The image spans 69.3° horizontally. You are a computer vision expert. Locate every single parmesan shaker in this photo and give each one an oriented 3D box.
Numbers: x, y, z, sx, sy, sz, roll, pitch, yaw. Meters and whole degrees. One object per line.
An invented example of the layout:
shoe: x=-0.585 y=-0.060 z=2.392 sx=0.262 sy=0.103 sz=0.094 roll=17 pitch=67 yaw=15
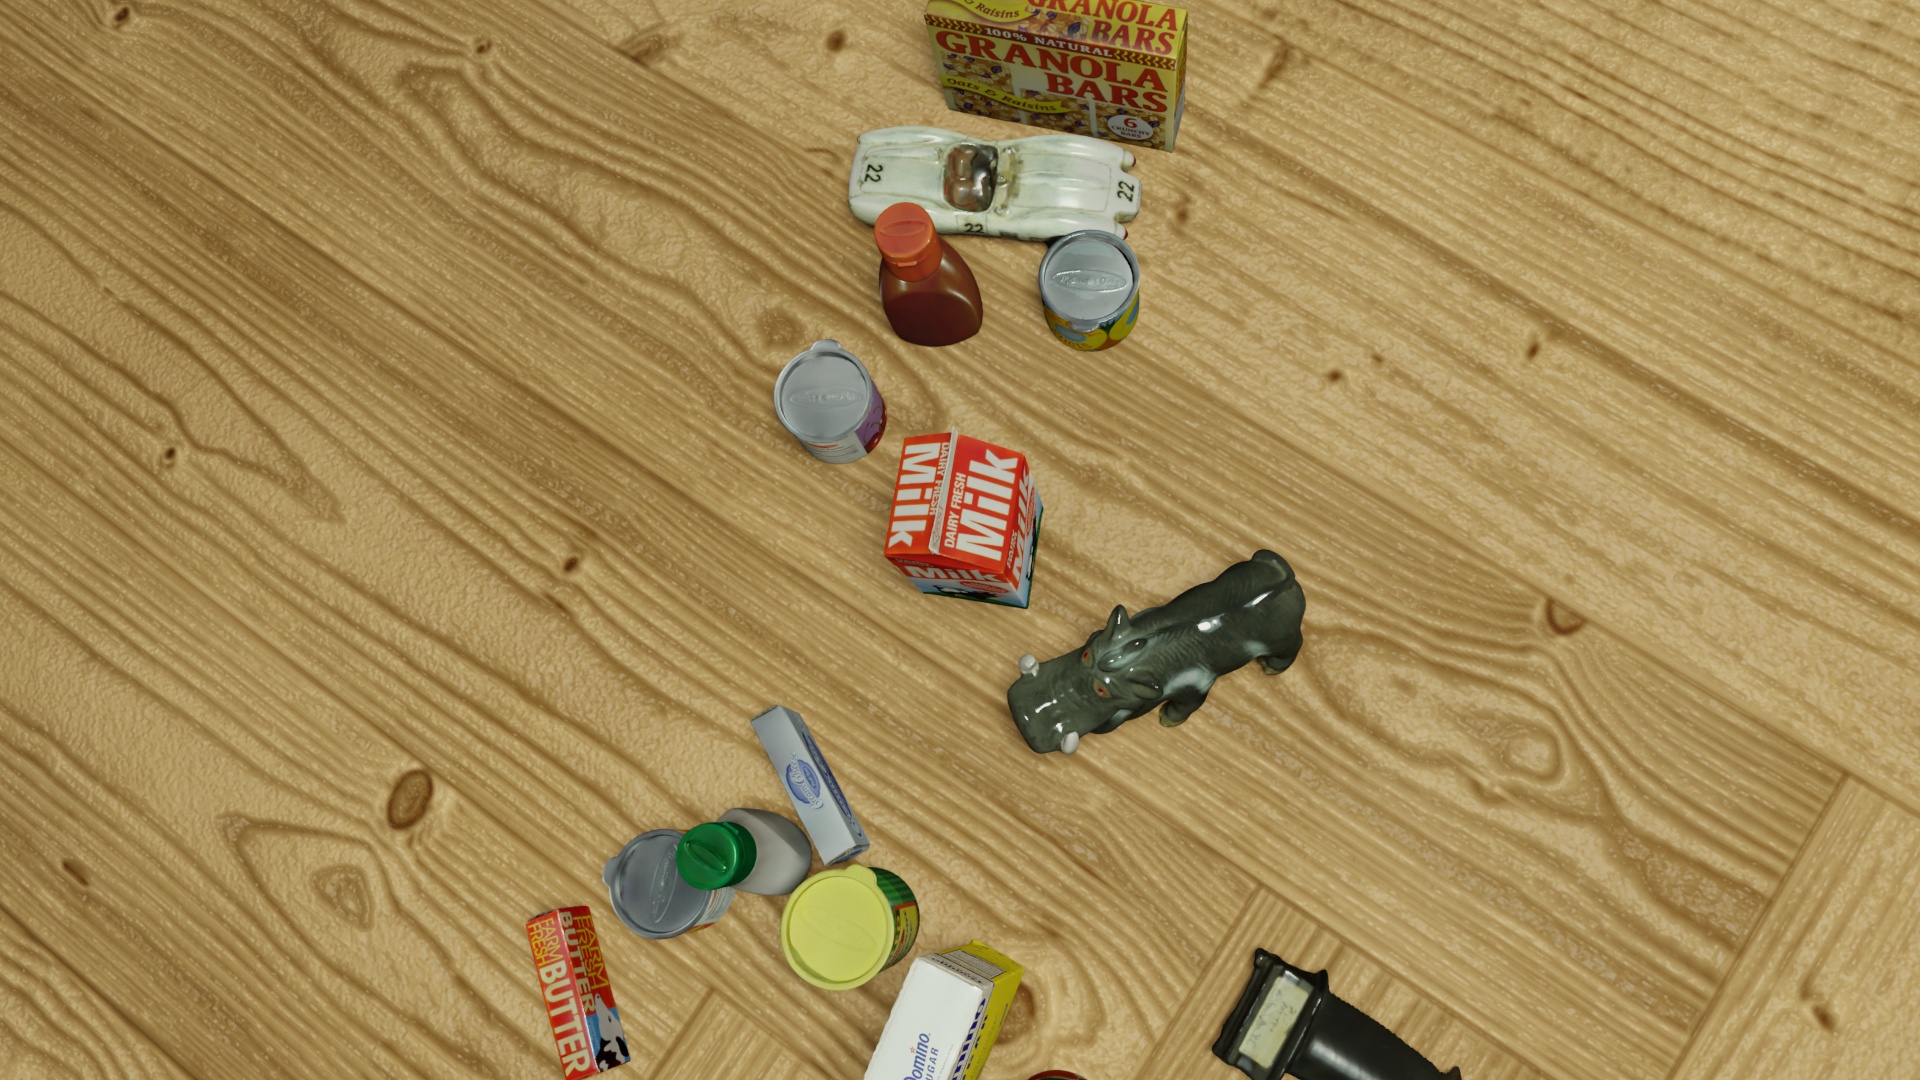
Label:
parmesan shaker: x=-0.062 y=0.228 z=0.837 sx=0.071 sy=0.103 sz=0.071 roll=-2 pitch=78 yaw=7

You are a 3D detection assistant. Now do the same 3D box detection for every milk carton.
milk carton: x=0.003 y=-0.010 z=0.836 sx=0.073 sy=0.190 sz=0.072 roll=8 pitch=80 yaw=9

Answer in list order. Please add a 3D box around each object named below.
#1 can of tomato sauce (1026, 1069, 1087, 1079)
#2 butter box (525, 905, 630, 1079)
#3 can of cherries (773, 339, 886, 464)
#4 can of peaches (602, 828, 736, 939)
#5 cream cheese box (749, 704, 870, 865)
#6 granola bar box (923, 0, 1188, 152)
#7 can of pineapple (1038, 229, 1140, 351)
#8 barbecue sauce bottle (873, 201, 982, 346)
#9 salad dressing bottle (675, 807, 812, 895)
can of tomato sauce: x=0.056 y=0.347 z=0.806 sx=0.071 sy=0.083 sz=0.071 roll=-2 pitch=78 yaw=7
butter box: x=-0.241 y=0.284 z=0.874 sx=0.024 sy=0.053 sz=0.103 roll=-21 pitch=76 yaw=3
can of cherries: x=-0.085 y=-0.092 z=0.933 sx=0.071 sy=0.058 sz=0.071 roll=-2 pitch=78 yaw=7
can of peaches: x=-0.182 y=0.215 z=0.879 sx=0.071 sy=0.058 sz=0.071 roll=-2 pitch=78 yaw=7
cream cheese box: x=-0.095 y=0.155 z=0.883 sx=0.024 sy=0.053 sz=0.104 roll=-31 pitch=76 yaw=1
granola bar box: x=0.067 y=-0.320 z=0.930 sx=0.166 sy=0.124 sz=0.039 roll=14 pitch=81 yaw=10
can of pineapple: x=0.086 y=-0.164 z=0.927 sx=0.071 sy=0.057 sz=0.071 roll=-2 pitch=78 yaw=7
barbecue sauce bottle: x=-0.024 y=-0.169 z=0.896 sx=0.065 sy=0.148 sz=0.044 roll=-4 pitch=78 yaw=7
salad dressing bottle: x=-0.130 y=0.187 z=0.832 sx=0.064 sy=0.147 sz=0.044 roll=33 pitch=84 yaw=13
